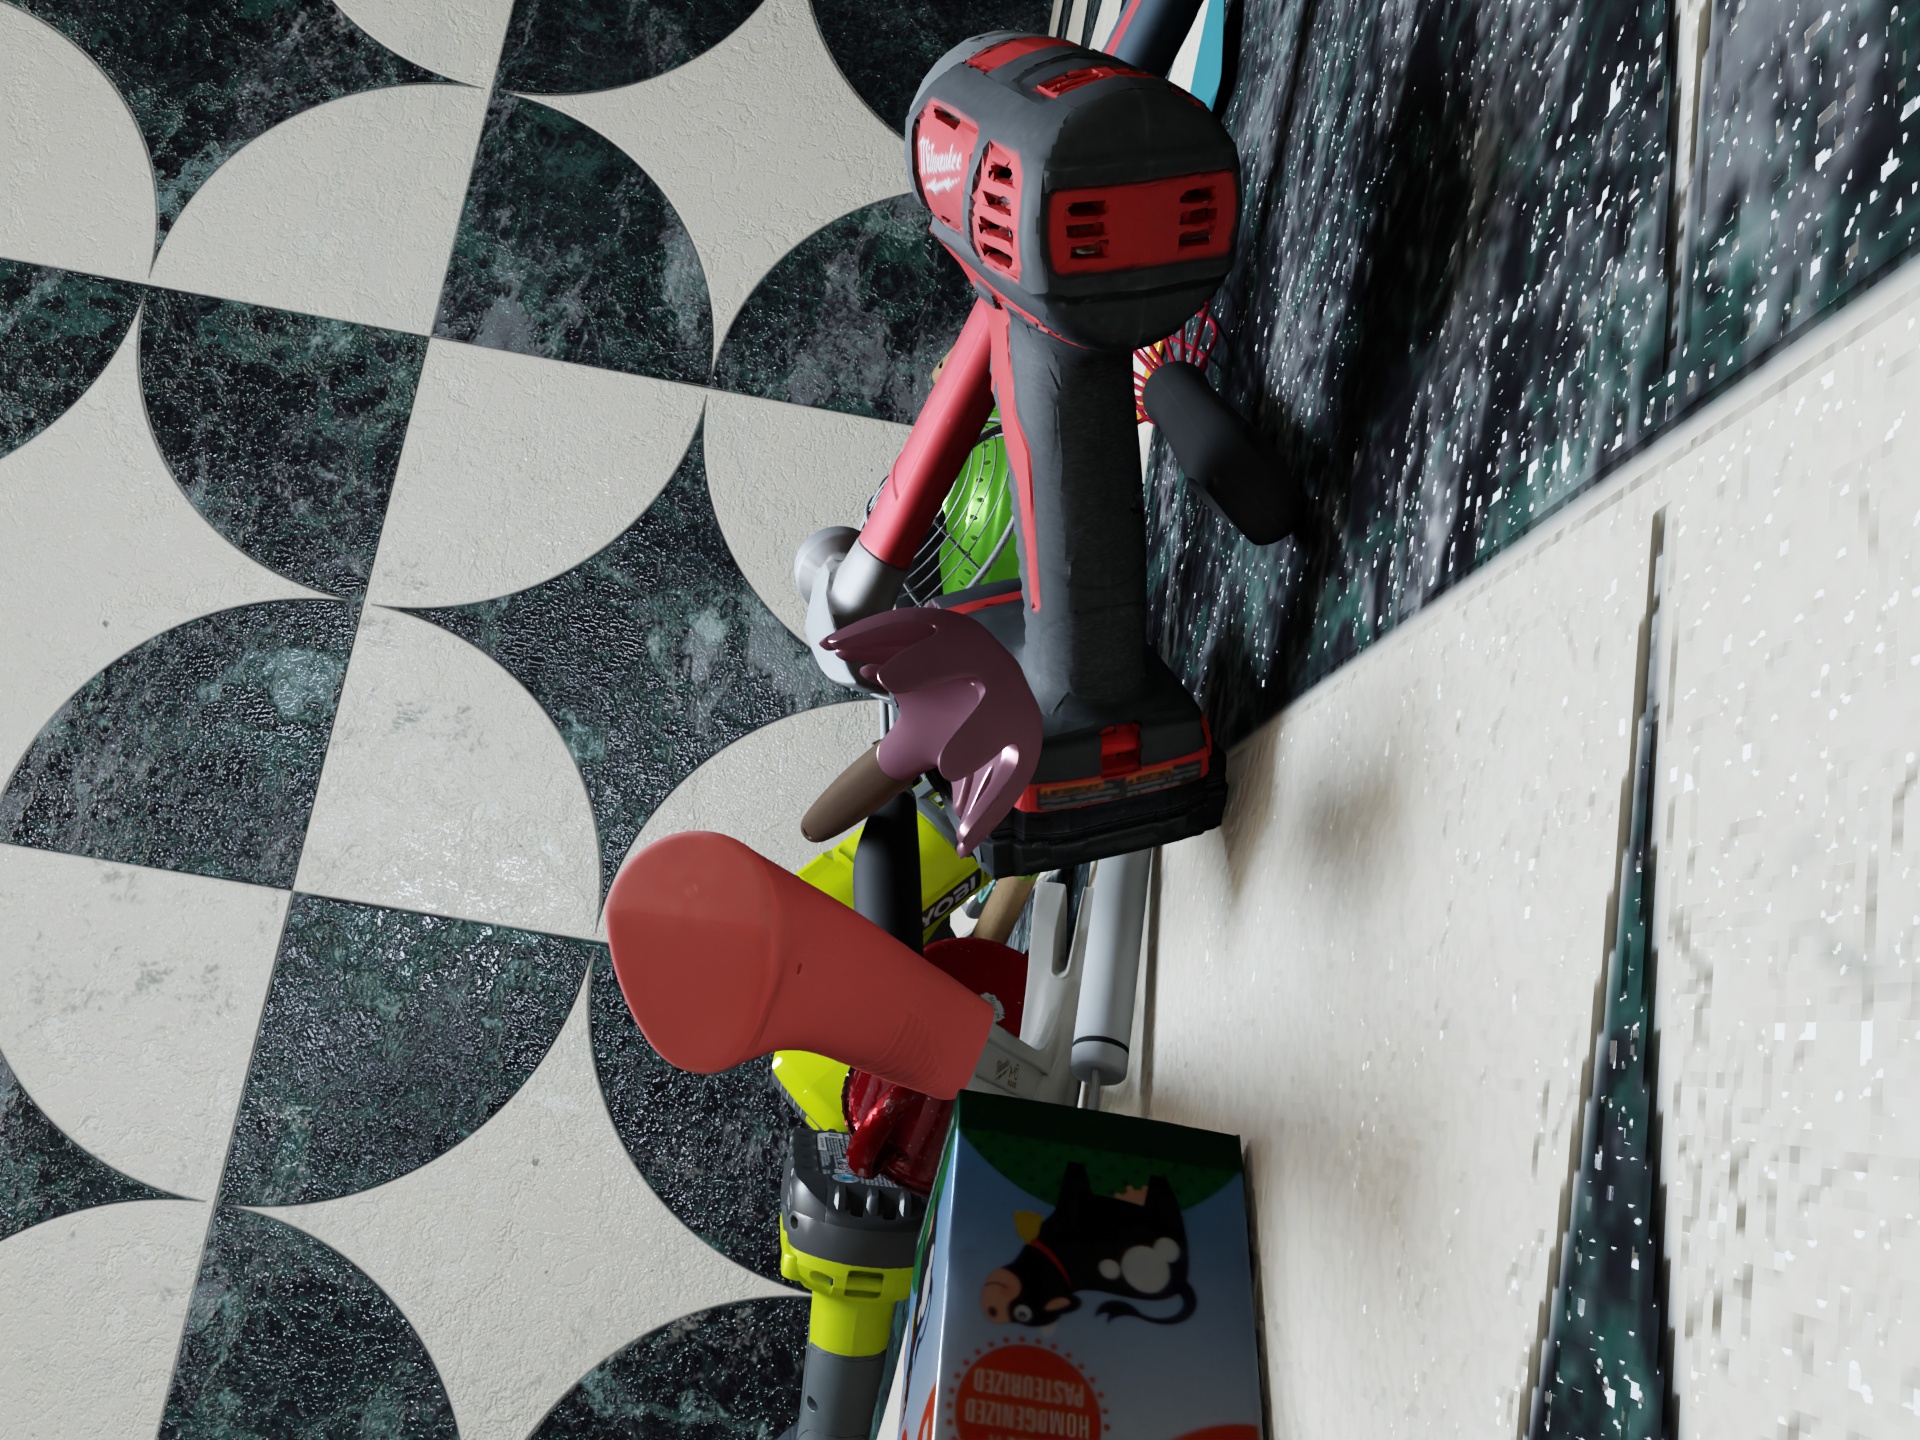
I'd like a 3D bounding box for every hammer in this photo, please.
[{"bbox_3d":[-0.021,-0.021,0.961,0.146,0.035,0.334,58,164,34],"label":"hammer"},{"bbox_3d":[-0.007,0.084,0.476,0.358,0.037,0.149,53,-135,-66],"label":"hammer"},{"bbox_3d":[0.042,-0.187,0.572,0.386,0.038,0.143,-62,22,16],"label":"hammer"}]

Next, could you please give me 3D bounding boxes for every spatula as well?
[{"bbox_3d":[0.057,-0.263,0.848,0.317,0.044,0.082,-32,47,54],"label":"spatula"}]

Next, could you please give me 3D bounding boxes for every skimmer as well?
[{"bbox_3d":[-0.001,-0.002,0.674,0.364,0.090,0.127,-94,19,-48],"label":"skimmer"}]

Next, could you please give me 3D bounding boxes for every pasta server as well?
[{"bbox_3d":[-0.029,0.019,0.490,0.060,0.040,0.316,56,164,1],"label":"pasta server"}]

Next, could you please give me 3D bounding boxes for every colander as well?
[{"bbox_3d":[0.043,-0.200,0.974,0.204,0.094,0.397,110,169,-72],"label":"colander"}]

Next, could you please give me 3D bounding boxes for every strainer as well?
[{"bbox_3d":[0.043,0.120,0.521,0.086,0.050,0.259,80,-162,-53],"label":"strainer"}]

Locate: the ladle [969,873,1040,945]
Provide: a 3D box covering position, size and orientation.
[{"bbox_3d":[0.010,0.080,0.734,0.078,0.062,0.320,-76,6,-45],"label":"ladle"}]

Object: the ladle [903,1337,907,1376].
[{"bbox_3d":[-0.014,0.251,0.908,0.316,0.031,0.069,-90,12,-45],"label":"ladle"}]

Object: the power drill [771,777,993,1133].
[{"bbox_3d":[-0.047,0.135,0.836,0.171,0.080,0.223,-36,-28,-22],"label":"power drill"}]

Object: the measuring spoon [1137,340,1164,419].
[{"bbox_3d":[0.097,-0.204,0.775,0.021,0.011,0.117,-90,10,-72],"label":"measuring spoon"}]

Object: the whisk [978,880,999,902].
[{"bbox_3d":[0.034,0.046,0.819,0.051,0.047,0.245,-58,-2,-23],"label":"whisk"}]

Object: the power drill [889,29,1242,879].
[{"bbox_3d":[0.023,-0.078,0.454,0.143,0.078,0.219,-122,25,-54],"label":"power drill"}]

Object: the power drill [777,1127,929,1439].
[{"bbox_3d":[-0.064,0.331,0.805,0.190,0.080,0.228,-179,97,-83],"label":"power drill"}]

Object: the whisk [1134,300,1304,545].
[{"bbox_3d":[0.073,-0.119,0.559,0.296,0.073,0.073,-99,19,-64],"label":"whisk"}]

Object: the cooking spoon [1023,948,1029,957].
[{"bbox_3d":[0.004,0.263,0.925,0.069,0.017,0.318,-85,7,-59],"label":"cooking spoon"}]
